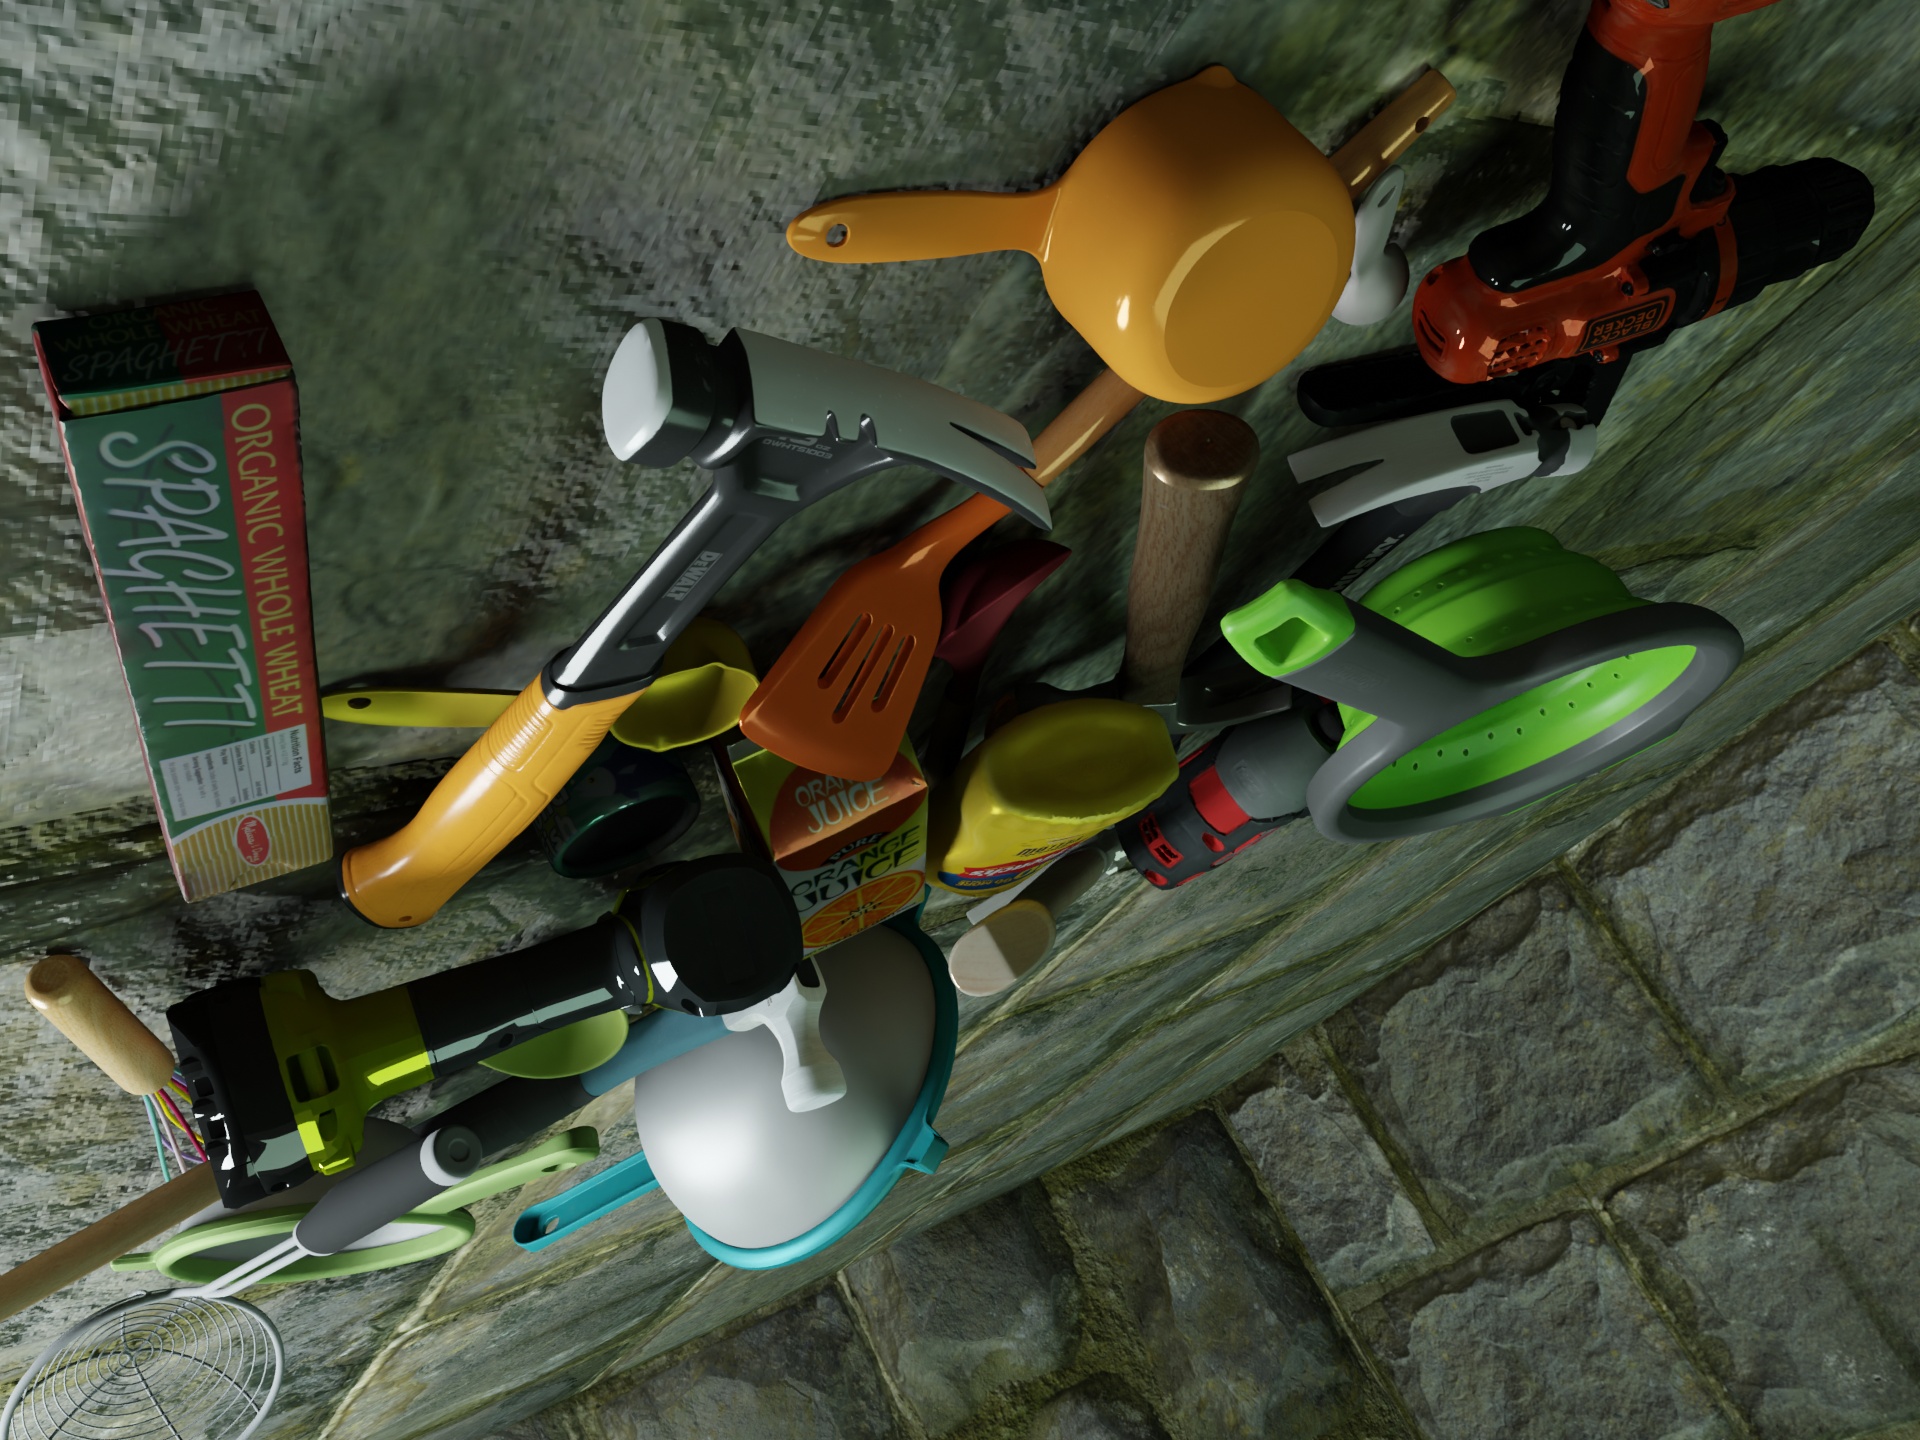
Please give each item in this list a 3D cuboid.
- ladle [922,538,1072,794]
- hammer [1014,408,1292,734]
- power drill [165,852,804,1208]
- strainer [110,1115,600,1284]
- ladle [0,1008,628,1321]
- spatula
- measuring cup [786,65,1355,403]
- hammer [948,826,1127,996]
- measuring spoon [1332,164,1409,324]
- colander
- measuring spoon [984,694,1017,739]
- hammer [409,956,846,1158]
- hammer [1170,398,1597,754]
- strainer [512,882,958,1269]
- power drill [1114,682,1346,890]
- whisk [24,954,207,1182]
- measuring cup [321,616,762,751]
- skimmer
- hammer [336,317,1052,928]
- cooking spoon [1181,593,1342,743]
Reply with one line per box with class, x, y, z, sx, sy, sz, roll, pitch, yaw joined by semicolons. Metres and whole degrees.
ladle;-0.001;-0.002;0.760;0.069;0.031;0.315;-34;164;-21
hammer;0.086;-0.044;0.648;0.130;0.031;0.331;-3;166;2
power drill;-0.191;0.115;0.661;0.228;0.080;0.190;-17;179;-22
strainer;-0.285;0.222;0.799;0.256;0.069;0.151;-24;152;22
ladle;-0.282;0.188;0.697;0.320;0.062;0.078;-28;149;-45
spatula;0.046;-0.098;0.560;0.322;0.041;0.081;-42;142;19
measuring cup;0.038;-0.131;0.457;0.173;0.052;0.095;-12;140;-28
hammer;0.038;0.111;0.913;0.146;0.038;0.410;-33;175;9
measuring spoon;0.149;-0.164;0.557;0.034;0.018;0.124;-45;170;6
colander;0.201;-0.038;0.687;0.204;0.095;0.396;-32;155;28
measuring spoon;0.016;0.006;0.776;0.021;0.011;0.116;-43;169;-12
hammer;-0.205;0.192;0.842;0.331;0.128;0.033;-29;156;25
hammer;0.155;-0.049;0.801;0.146;0.035;0.334;-11;160;-28
strainer;-0.159;0.213;0.896;0.340;0.211;0.095;-32;127;22
power drill;0.190;0.020;0.919;0.143;0.078;0.219;-39;170;32
whisk;-0.335;0.152;0.662;0.051;0.047;0.244;-34;158;-23
measuring cup;-0.145;-0.015;0.556;0.156;0.029;0.062;0;149;-32
skimmer;-0.313;0.275;0.711;0.127;0.090;0.363;18;140;-41
hammer;-0.117;-0.005;0.510;0.127;0.034;0.337;7;150;-38
cooking spoon;0.115;0.021;0.980;0.319;0.017;0.068;-43;163;33
